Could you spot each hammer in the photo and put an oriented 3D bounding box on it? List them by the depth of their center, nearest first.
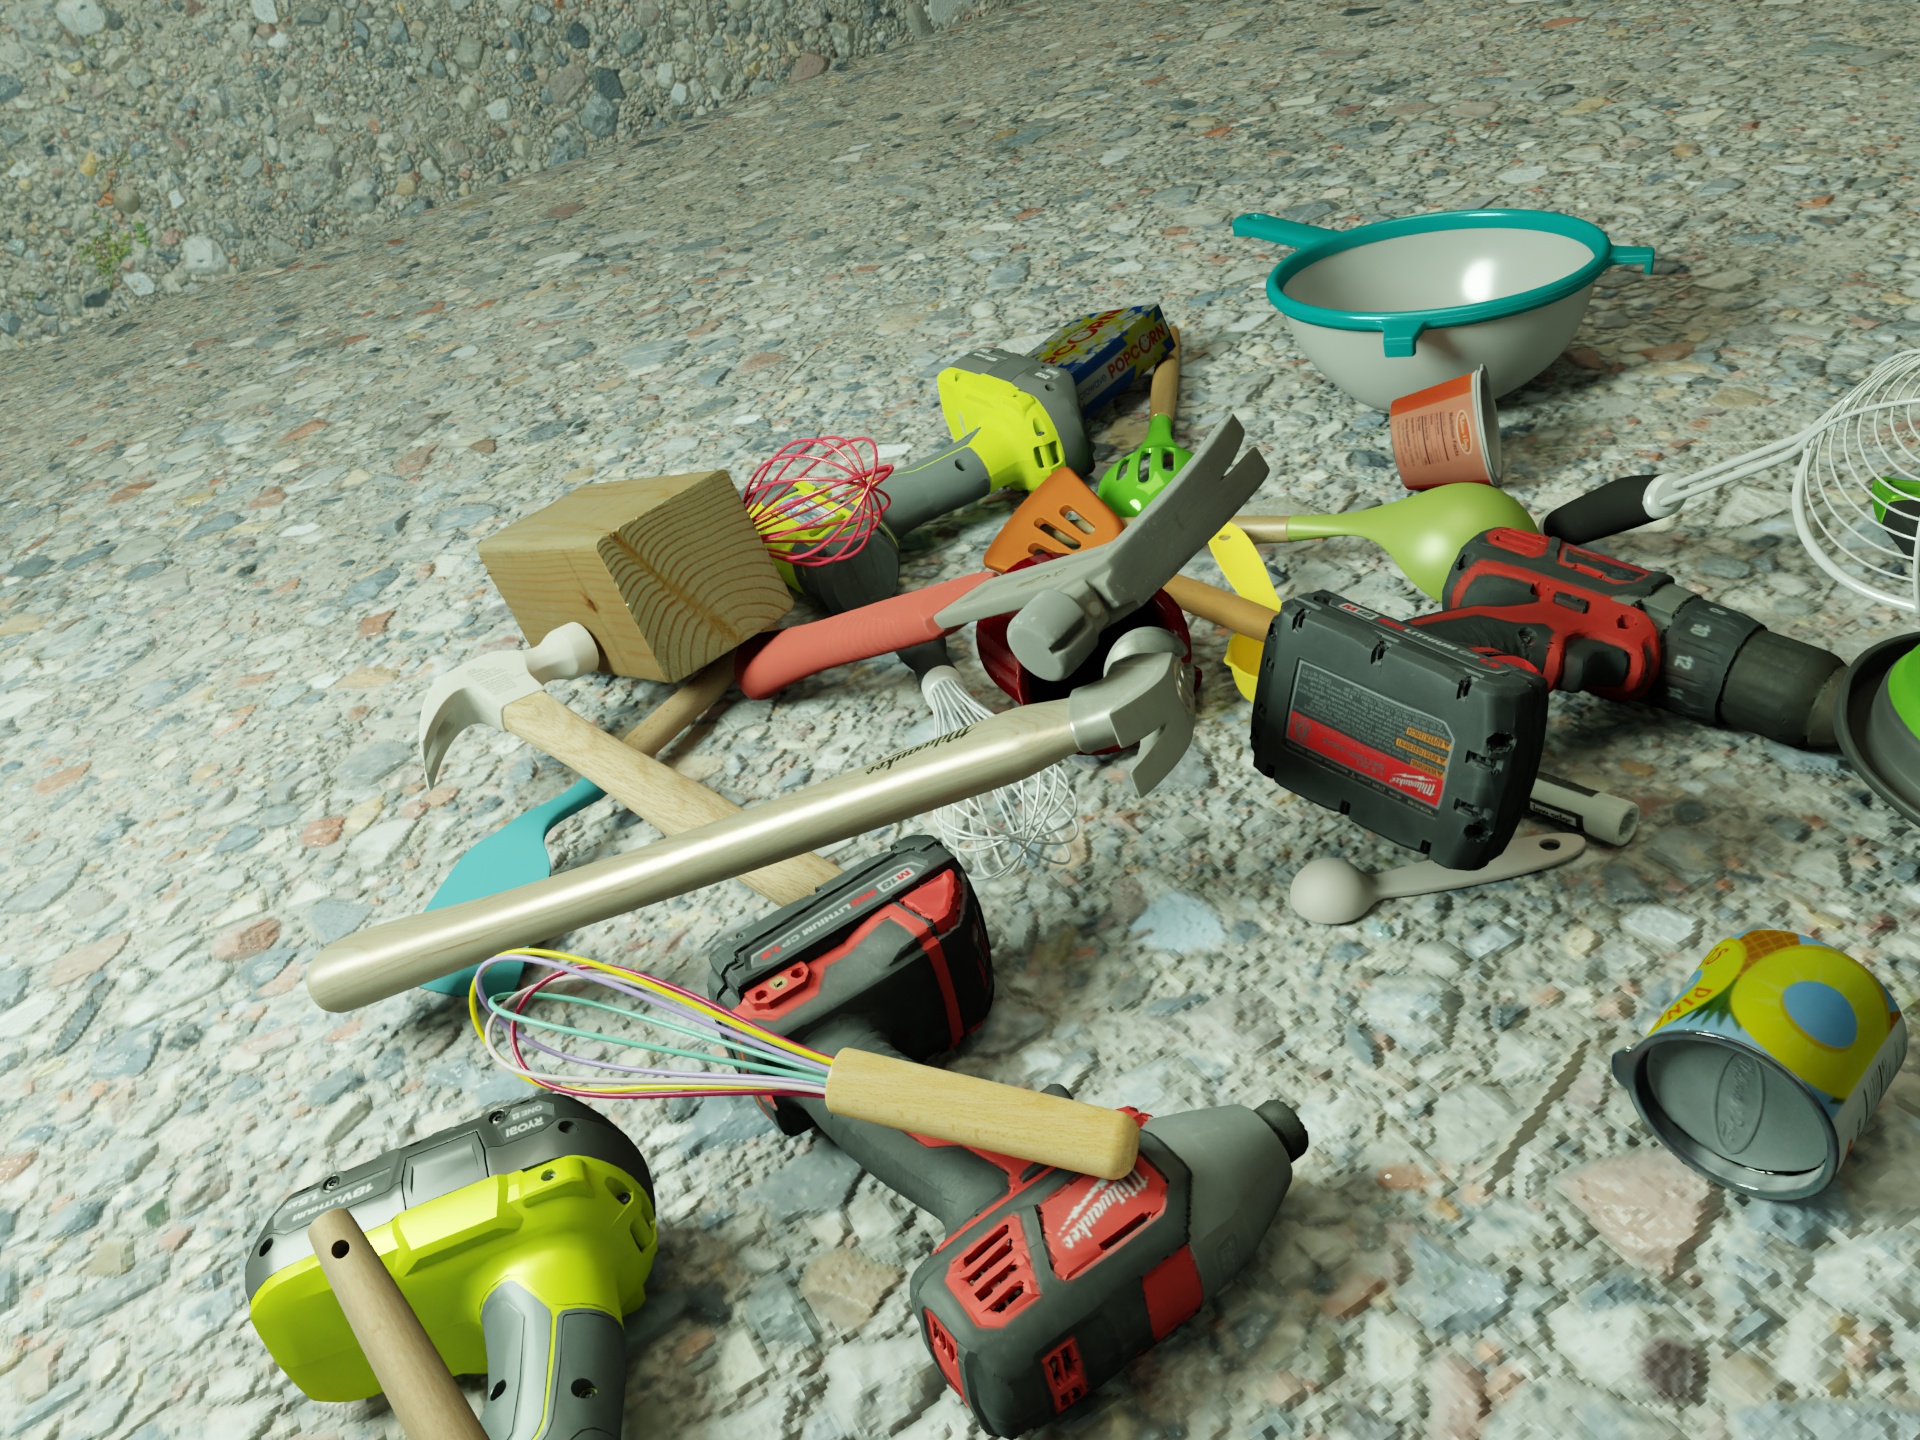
[{"bbox_3d":[-0.101,0.056,0.659,0.410,0.038,0.146,-20,9,15],"label":"hammer"},{"bbox_3d":[-0.012,-0.057,0.781,0.149,0.036,0.359,-45,18,-28],"label":"hammer"},{"bbox_3d":[-0.152,0.037,0.789,0.331,0.031,0.130,27,41,36],"label":"hammer"}]

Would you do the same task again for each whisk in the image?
[{"bbox_3d":[-0.060,0.119,0.533,0.245,0.051,0.047,8,77,19],"label":"whisk"},{"bbox_3d":[-0.002,-0.003,0.814,0.070,0.070,0.285,-19,28,-5],"label":"whisk"},{"bbox_3d":[-0.127,-0.114,0.960,0.073,0.073,0.296,-37,14,-31],"label":"whisk"}]

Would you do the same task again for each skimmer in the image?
[{"bbox_3d":[0.352,-0.086,0.680,0.127,0.090,0.363,-46,1,-3],"label":"skimmer"}]

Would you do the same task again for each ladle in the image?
[{"bbox_3d":[0.170,-0.099,0.911,0.320,0.062,0.078,5,44,40],"label":"ladle"}]

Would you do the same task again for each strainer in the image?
[{"bbox_3d":[0.284,-0.281,1.085,0.211,0.095,0.341,-21,30,-14],"label":"strainer"}]

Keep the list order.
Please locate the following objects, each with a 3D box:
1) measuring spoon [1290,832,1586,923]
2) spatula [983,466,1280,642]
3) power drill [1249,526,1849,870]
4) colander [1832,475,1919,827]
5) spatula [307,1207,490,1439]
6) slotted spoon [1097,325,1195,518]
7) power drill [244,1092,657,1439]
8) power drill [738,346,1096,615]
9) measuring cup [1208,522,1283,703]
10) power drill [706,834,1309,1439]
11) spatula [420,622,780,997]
[{"bbox_3d":[0.198,0.059,0.663,0.124,0.018,0.034,-12,32,3],"label":"measuring spoon"},{"bbox_3d":[0.105,-0.077,0.855,0.081,0.041,0.323,-50,26,-2],"label":"spatula"},{"bbox_3d":[0.253,-0.015,0.670,0.226,0.080,0.188,-20,36,-39],"label":"power drill"},{"bbox_3d":[0.446,-0.053,0.628,0.204,0.094,0.397,7,30,8],"label":"colander"},{"bbox_3d":[-0.089,0.246,0.389,0.060,0.018,0.316,-32,59,-21],"label":"spatula"},{"bbox_3d":[0.139,-0.217,1.111,0.070,0.031,0.314,-9,31,16],"label":"slotted spoon"},{"bbox_3d":[-0.160,0.238,0.486,0.190,0.080,0.229,-20,35,-9],"label":"power drill"},{"bbox_3d":[-0.038,-0.161,1.055,0.223,0.080,0.171,-32,36,-19],"label":"power drill"},{"bbox_3d":[0.158,-0.058,0.840,0.062,0.029,0.157,-18,36,4],"label":"measuring cup"},{"bbox_3d":[0.012,0.136,0.574,0.143,0.078,0.220,-29,37,-20],"label":"power drill"},{"bbox_3d":[-0.183,0.032,0.868,0.082,0.044,0.317,4,32,28],"label":"spatula"}]
